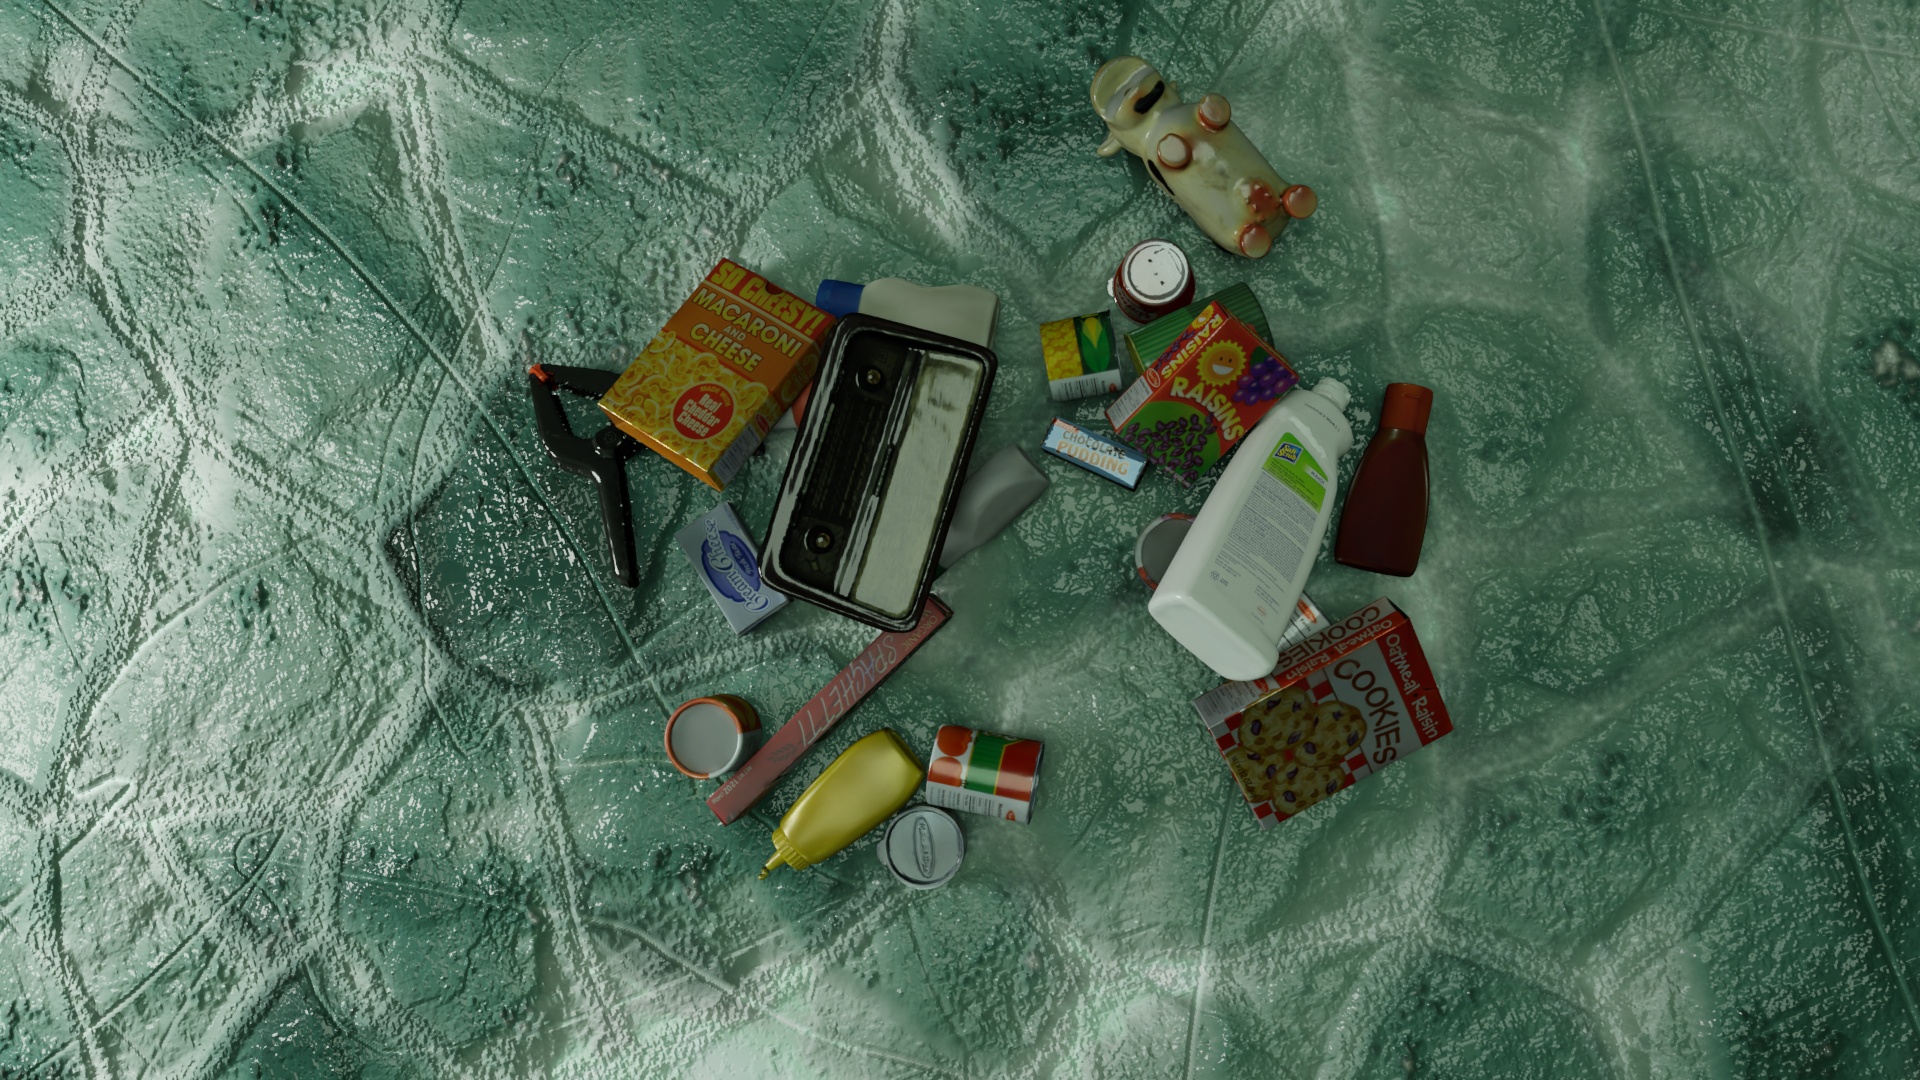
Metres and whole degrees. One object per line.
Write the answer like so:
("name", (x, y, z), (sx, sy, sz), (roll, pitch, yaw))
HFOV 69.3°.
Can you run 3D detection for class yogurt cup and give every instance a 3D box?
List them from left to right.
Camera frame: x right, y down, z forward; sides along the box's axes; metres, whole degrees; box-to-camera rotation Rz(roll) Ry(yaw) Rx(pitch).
("yogurt cup", (0.157, -0.211, 1.122), (0.072, 0.054, 0.072), (0, 86, 6))

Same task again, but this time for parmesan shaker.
("parmesan shaker", (0.190, -0.157, 1.105), (0.103, 0.071, 0.071), (-24, 84, 5))

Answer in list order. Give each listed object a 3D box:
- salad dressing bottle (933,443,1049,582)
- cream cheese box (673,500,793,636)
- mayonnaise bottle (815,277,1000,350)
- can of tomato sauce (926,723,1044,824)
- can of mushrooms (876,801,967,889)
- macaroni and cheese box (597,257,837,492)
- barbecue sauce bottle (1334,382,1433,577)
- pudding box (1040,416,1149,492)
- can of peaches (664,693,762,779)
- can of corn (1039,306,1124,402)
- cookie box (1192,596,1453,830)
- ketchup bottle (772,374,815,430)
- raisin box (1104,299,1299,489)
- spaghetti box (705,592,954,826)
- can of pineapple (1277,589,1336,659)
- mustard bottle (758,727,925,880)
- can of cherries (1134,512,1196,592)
("salad dressing bottle", (0.004, -0.014, 1.125), (0.147, 0.064, 0.044), (-42, 63, 10))
("cream cheese box", (-0.189, 0.023, 1.161), (0.053, 0.024, 0.104), (-34, 83, 4))
("mayonnaise bottle", (-0.045, -0.188, 1.152), (0.148, 0.041, 0.065), (11, 86, 9))
("can of tomato sauce", (0.021, 0.183, 1.105), (0.083, 0.071, 0.071), (10, 88, 8))
("can of mushrooms", (-0.030, 0.246, 1.122), (0.071, 0.033, 0.071), (0, 87, 6))
("macaroni and cheese box", (-0.193, -0.138, 1.132), (0.124, 0.040, 0.167), (30, 74, 22))
("barbecue sauce bottle", (0.340, -0.049, 1.094), (0.065, 0.043, 0.148), (12, 87, 7))
("pudding box", (0.109, -0.070, 1.120), (0.084, 0.049, 0.030), (25, 91, 8))
("can of peaches", (-0.204, 0.159, 1.137), (0.071, 0.058, 0.071), (0, 87, 6))
("can of corn", (0.097, -0.150, 1.119), (0.058, 0.071, 0.071), (-10, 85, 6))
("cookie box", (0.278, 0.134, 1.058), (0.167, 0.040, 0.122), (-29, 120, 4))
("ketchup bottle", (-0.100, -0.115, 1.151), (0.149, 0.043, 0.065), (-6, 79, 7))
("raisin box", (0.186, -0.111, 1.070), (0.086, 0.040, 0.123), (35, 110, -26))
("spaghetti box", (-0.104, 0.135, 1.131), (0.250, 0.050, 0.029), (-44, 84, 2))
("can of pineapple", (0.257, 0.070, 1.083), (0.058, 0.071, 0.071), (-39, 83, 9))
("mustard bottle", (-0.104, 0.220, 1.125), (0.160, 0.049, 0.065), (-40, 82, 3))
("can of cherries", (0.174, 0.013, 1.102), (0.071, 0.058, 0.071), (0, 86, 7))
